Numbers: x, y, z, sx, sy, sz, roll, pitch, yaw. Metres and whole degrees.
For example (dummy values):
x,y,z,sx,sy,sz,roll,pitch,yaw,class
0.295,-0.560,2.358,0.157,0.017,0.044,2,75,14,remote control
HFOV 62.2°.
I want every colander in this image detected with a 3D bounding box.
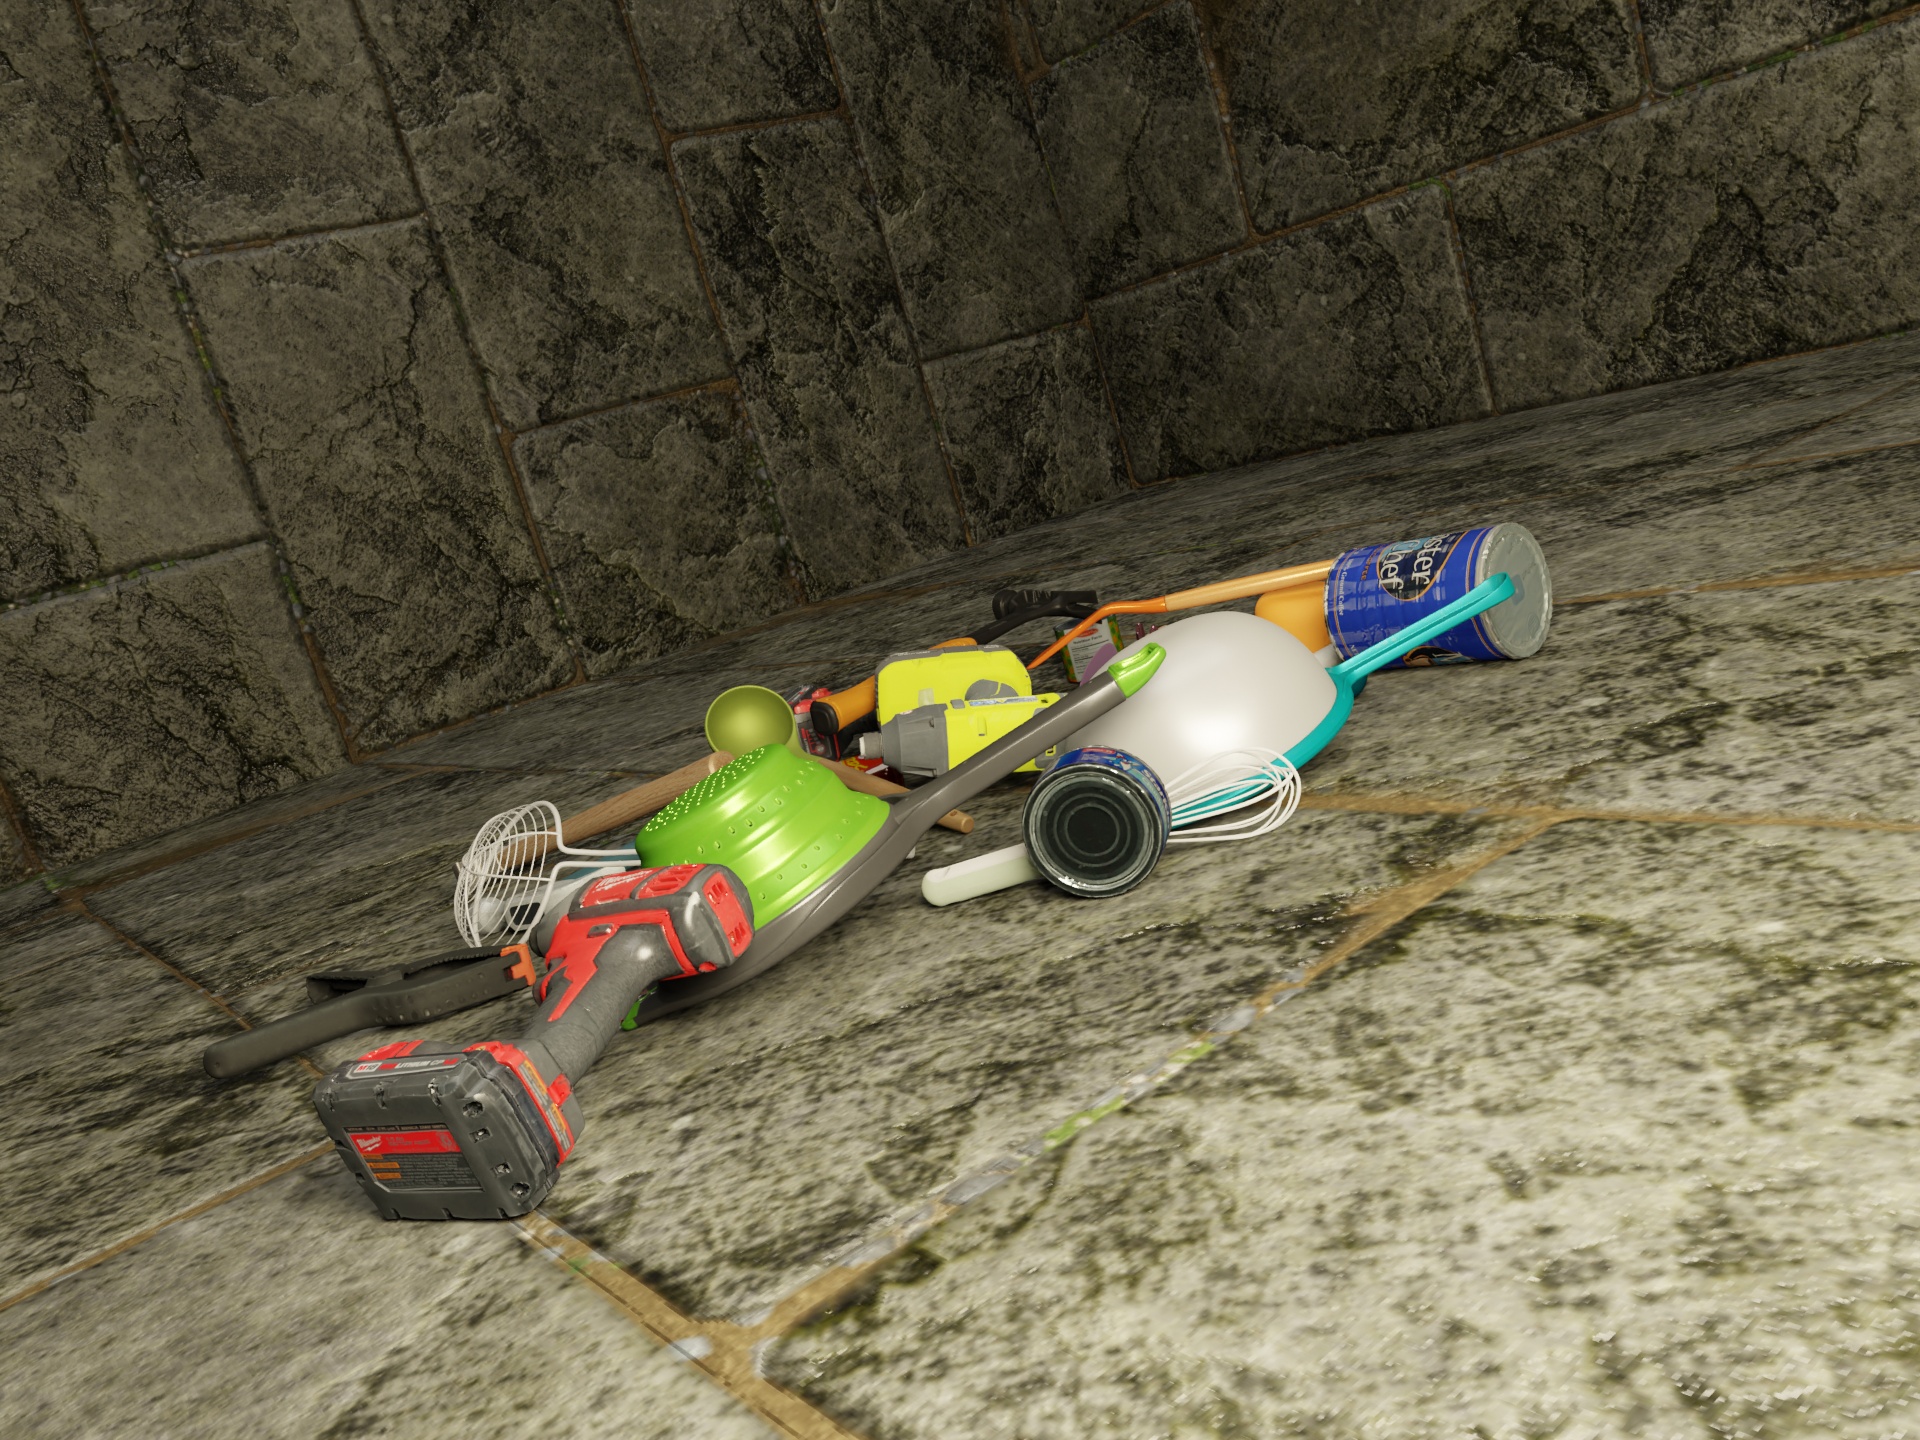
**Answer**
x,y,z,sx,sy,sz,roll,pitch,yaw,class
-0.062,0.035,0.971,0.397,0.094,0.204,-33,10,2,colander

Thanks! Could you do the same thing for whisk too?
x,y,z,sx,sy,sz,roll,pitch,yaw,class
0.089,0.071,0.978,0.246,0.059,0.058,-19,20,15,whisk

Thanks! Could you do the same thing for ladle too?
x,y,z,sx,sy,sz,roll,pitch,yaw,class
-0.101,0.034,1.274,0.078,0.062,0.320,-40,35,-25,ladle

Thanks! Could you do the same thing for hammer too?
x,y,z,sx,sy,sz,roll,pitch,yaw,class
-0.324,0.090,1.393,0.331,0.031,0.130,-22,4,32,hammer
-0.266,0.105,1.381,0.128,0.033,0.331,-11,12,32,hammer
-0.009,-0.059,1.491,0.127,0.034,0.337,5,25,42,hammer

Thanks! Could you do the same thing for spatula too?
x,y,z,sx,sy,sz,roll,pitch,yaw,class
0.212,-0.102,1.440,0.322,0.041,0.081,-12,9,15,spatula
0.168,-0.066,1.592,0.018,0.059,0.316,20,19,17,spatula

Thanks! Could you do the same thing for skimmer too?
x,y,z,sx,sy,sz,roll,pitch,yaw,class
-0.209,0.113,1.189,0.363,0.127,0.090,-4,-30,7,skimmer

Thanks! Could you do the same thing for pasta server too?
x,y,z,sx,sy,sz,roll,pitch,yaw,class
0.188,-0.067,1.450,0.060,0.040,0.316,7,4,6,pasta server

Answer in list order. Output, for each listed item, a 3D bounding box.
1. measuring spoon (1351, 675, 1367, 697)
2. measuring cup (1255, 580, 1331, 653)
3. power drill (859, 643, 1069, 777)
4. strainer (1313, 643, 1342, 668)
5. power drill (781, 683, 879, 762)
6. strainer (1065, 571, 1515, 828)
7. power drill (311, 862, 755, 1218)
x,y,z,sx,sy,sz,roll,pitch,yaw,class
0.275,-0.019,1.262,0.042,0.021,0.128,-23,3,-29,measuring spoon
0.282,-0.099,1.473,0.095,0.052,0.174,-26,25,-39,measuring cup
-0.002,-0.004,1.293,0.171,0.080,0.223,-4,12,-7,power drill
0.365,-0.079,1.359,0.258,0.050,0.087,-27,5,-23,strainer
-0.066,-0.001,1.520,0.226,0.080,0.188,-11,11,10,power drill
0.207,-0.044,1.079,0.340,0.095,0.211,-28,14,3,strainer
-0.214,0.152,0.821,0.143,0.078,0.220,-10,23,30,power drill
